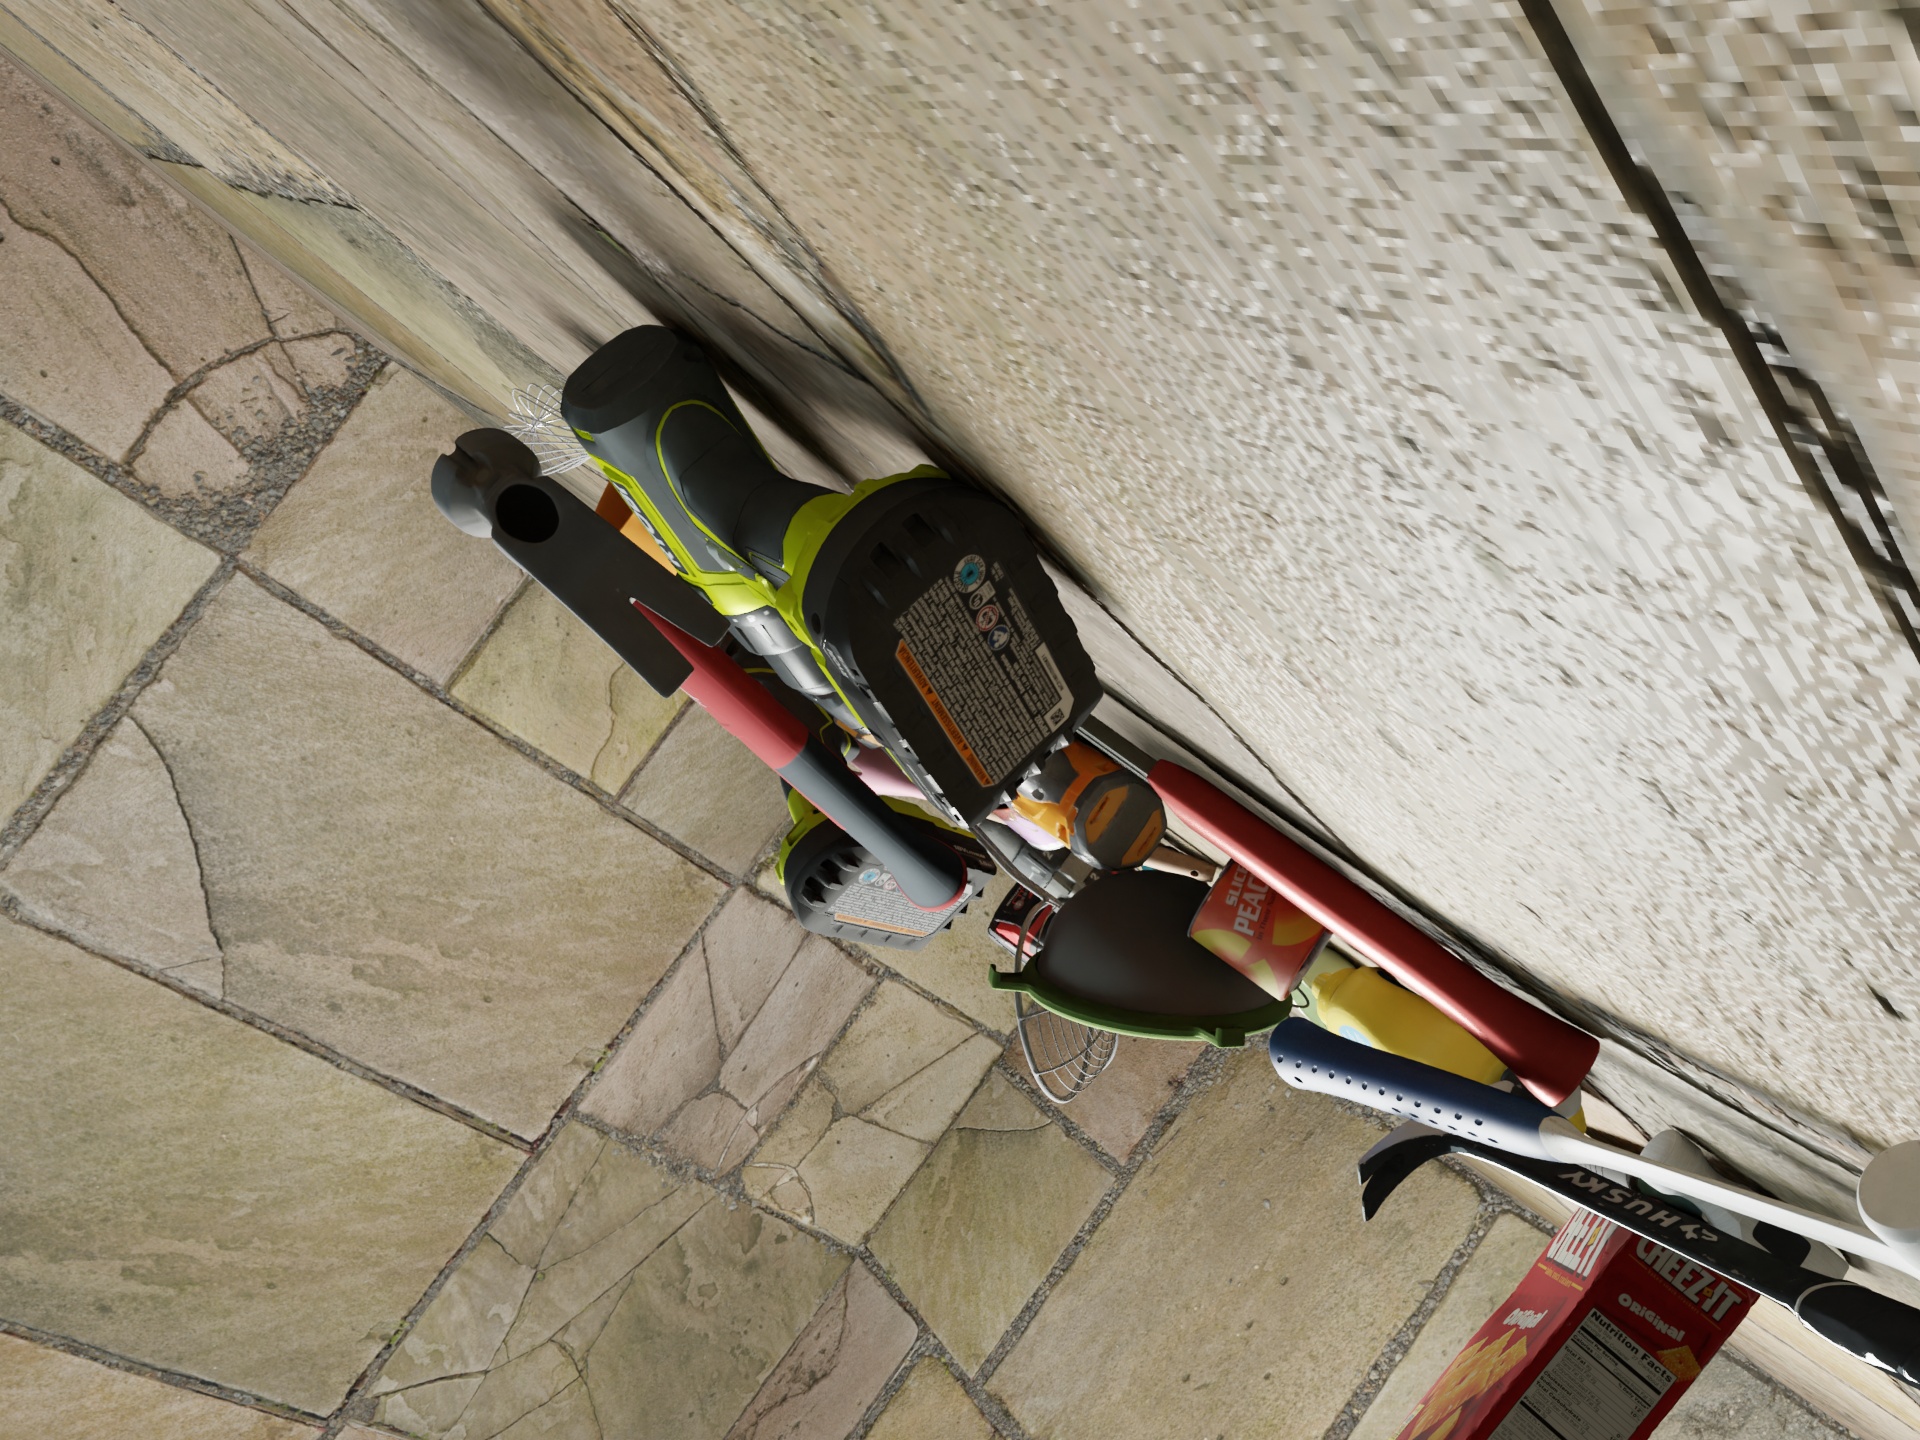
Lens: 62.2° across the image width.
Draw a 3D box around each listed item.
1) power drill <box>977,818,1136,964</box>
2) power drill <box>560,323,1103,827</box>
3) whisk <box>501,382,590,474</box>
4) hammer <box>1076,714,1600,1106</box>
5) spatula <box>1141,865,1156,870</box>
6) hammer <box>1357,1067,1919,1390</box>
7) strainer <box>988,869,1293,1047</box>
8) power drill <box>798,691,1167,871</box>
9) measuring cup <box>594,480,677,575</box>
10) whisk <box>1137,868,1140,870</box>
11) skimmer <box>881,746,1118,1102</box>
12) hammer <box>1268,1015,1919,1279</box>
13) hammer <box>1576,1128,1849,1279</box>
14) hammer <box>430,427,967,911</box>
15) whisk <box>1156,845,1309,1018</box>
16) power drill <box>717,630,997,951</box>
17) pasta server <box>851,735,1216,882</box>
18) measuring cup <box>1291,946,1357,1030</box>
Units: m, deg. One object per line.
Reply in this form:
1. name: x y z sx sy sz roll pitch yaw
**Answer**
1. power drill: 0.079 0.139 1.258 0.188 0.080 0.226 37 163 6
2. power drill: -0.051 -0.050 0.637 0.229 0.080 0.190 33 162 46
3. whisk: -0.252 -0.191 1.085 0.070 0.070 0.285 39 171 -33
4. hammer: 0.129 0.051 0.729 0.359 0.037 0.149 36 176 12
5. spatula: 0.068 0.062 1.302 0.318 0.044 0.082 37 169 16
6. hammer: 0.332 0.229 0.644 0.409 0.149 0.036 14 117 64
7. strainer: 0.139 0.115 0.930 0.151 0.069 0.256 9 -168 31
8. power drill: -0.001 -0.003 0.943 0.226 0.084 0.185 34 180 -30
9. measuring cup: -0.148 -0.112 0.859 0.052 0.095 0.174 29 176 -29
10. whisk: 0.075 0.074 1.363 0.246 0.058 0.059 40 176 14
11. skimmer: -0.014 0.093 1.083 0.364 0.090 0.127 47 -170 27
12. hammer: 0.258 0.179 0.653 0.144 0.035 0.405 40 166 -17
13. hammer: 0.404 0.271 0.931 0.128 0.033 0.331 37 176 7
14. hammer: -0.067 0.018 0.685 0.143 0.038 0.385 37 174 32
15. whisk: 0.178 0.140 1.094 0.055 0.055 0.239 38 -172 -21
16. power drill: -0.072 0.030 0.991 0.171 0.080 0.223 20 -149 -45
17. pasta server: 0.031 0.060 1.148 0.316 0.040 0.060 16 127 12
18. measuring cup: 0.239 0.158 1.086 0.167 0.038 0.083 58 168 -27
